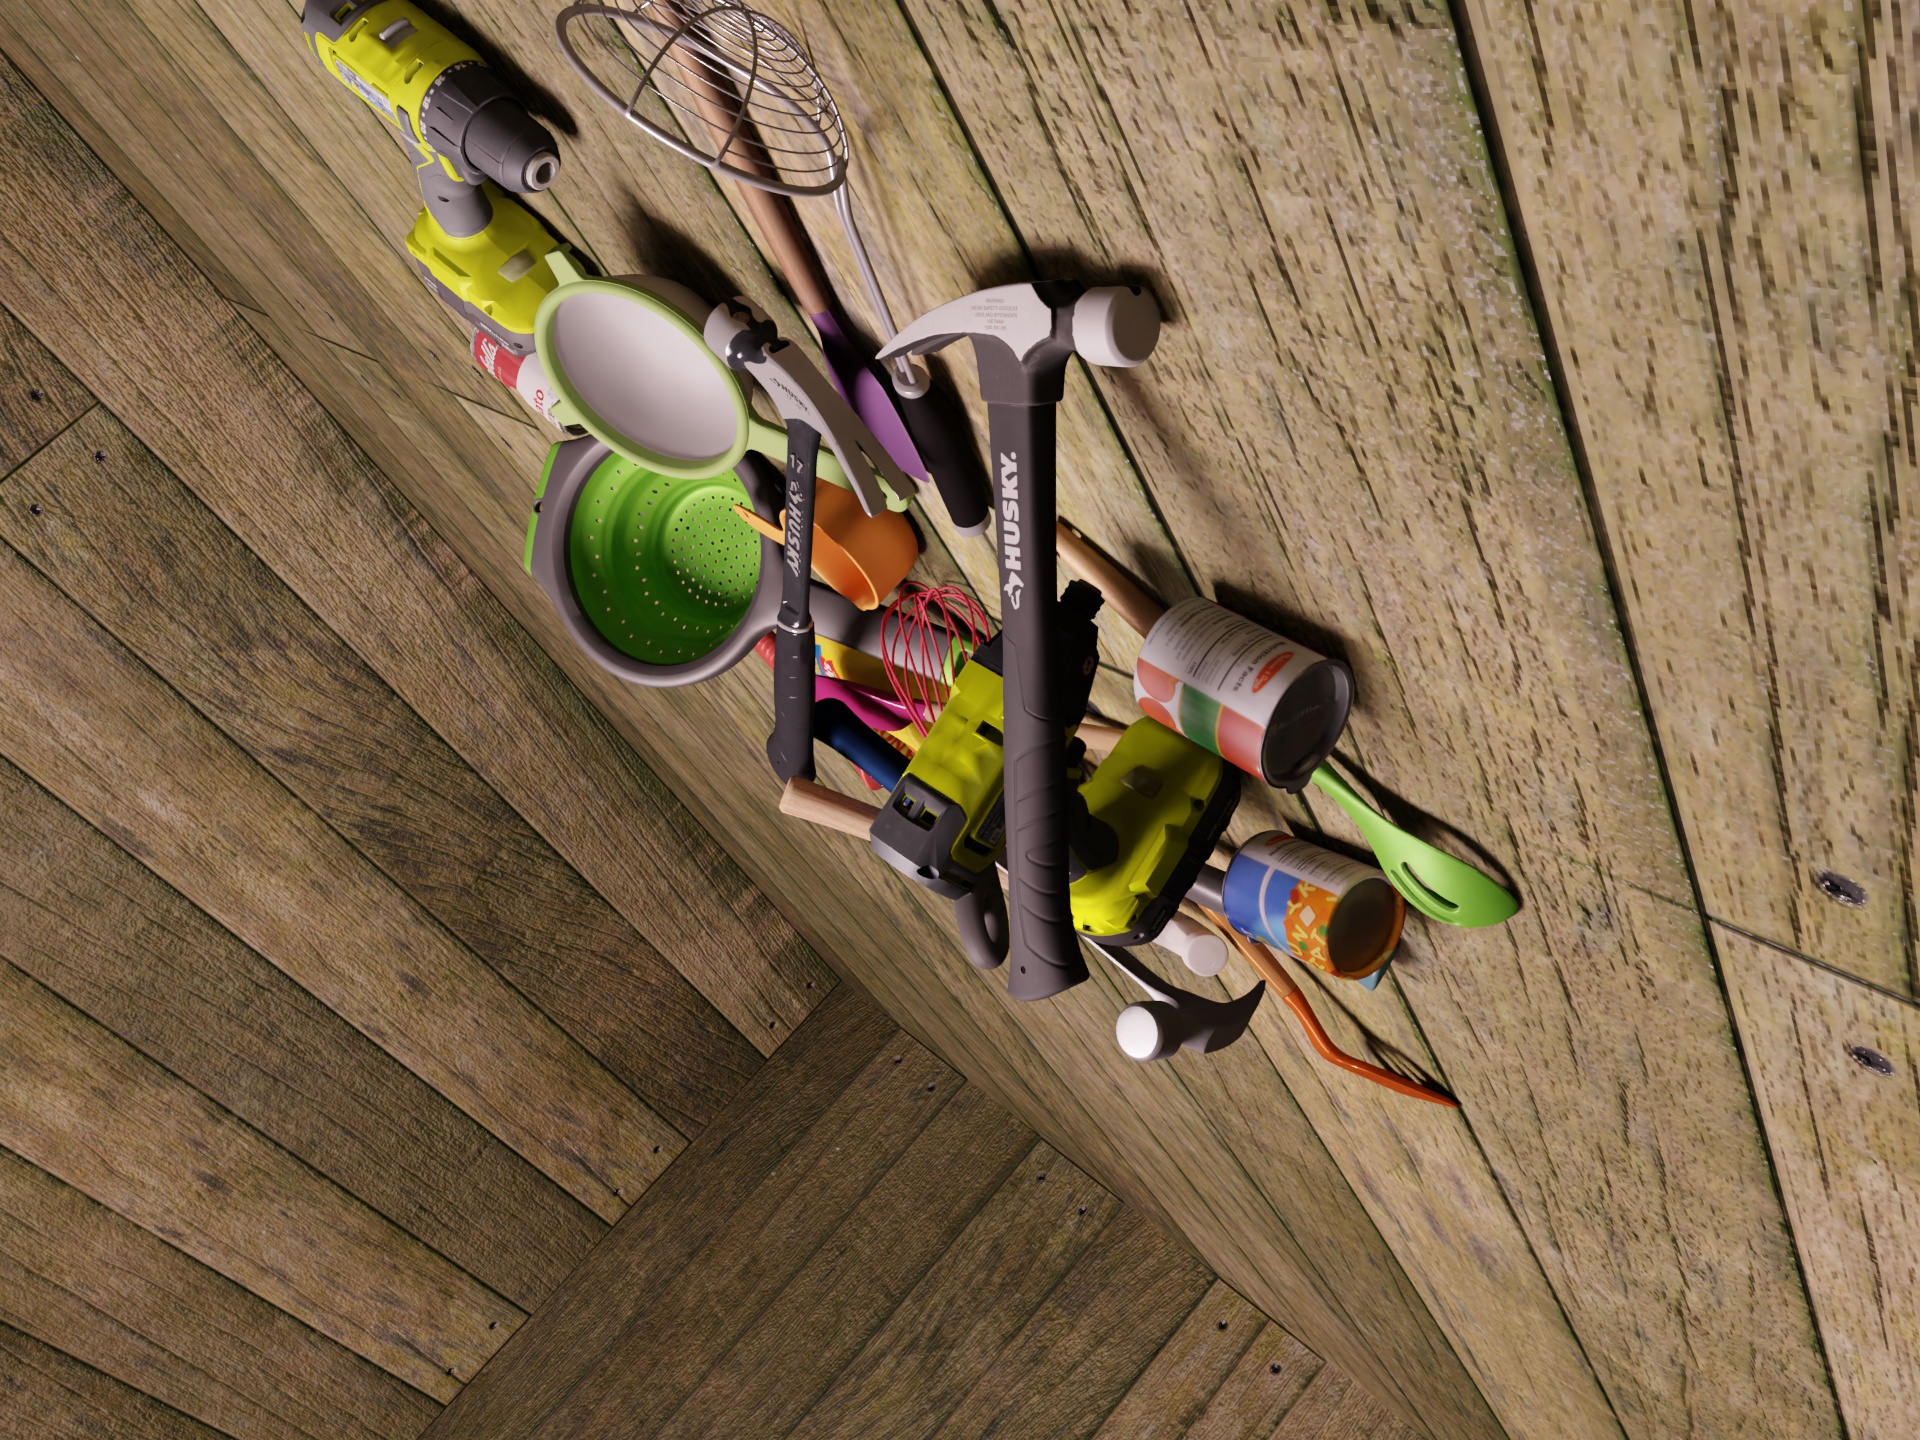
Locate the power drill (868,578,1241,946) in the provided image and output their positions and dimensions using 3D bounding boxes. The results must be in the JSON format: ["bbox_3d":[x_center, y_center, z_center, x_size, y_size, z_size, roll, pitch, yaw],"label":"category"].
[{"bbox_3d":[0.063,0.031,0.867,0.080,0.171,0.223,31,179,37],"label":"power drill"}]

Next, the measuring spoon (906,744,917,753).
[{"bbox_3d":[-0.015,0.030,1.267,0.021,0.011,0.117,50,167,-26],"label":"measuring spoon"}]

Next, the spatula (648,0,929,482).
[{"bbox_3d":[-0.085,-0.236,0.827,0.060,0.018,0.315,34,163,37],"label":"spatula"}]

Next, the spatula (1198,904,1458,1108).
[{"bbox_3d":[0.224,0.168,1.130,0.322,0.041,0.081,49,166,-5],"label":"spatula"}]

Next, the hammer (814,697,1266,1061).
[{"bbox_3d":[0.031,0.093,1.064,0.144,0.035,0.406,6,-156,-47],"label":"hammer"}]

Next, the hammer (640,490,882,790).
[{"bbox_3d":[-0.174,-0.068,1.408,0.359,0.037,0.149,47,167,23],"label":"hammer"}]

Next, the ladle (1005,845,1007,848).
[{"bbox_3d":[0.044,0.067,1.288,0.031,0.069,0.315,-2,151,3],"label":"ladle"}]

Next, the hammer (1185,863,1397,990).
[{"bbox_3d":[0.140,0.099,1.062,0.331,0.033,0.128,23,160,37],"label":"hammer"}]

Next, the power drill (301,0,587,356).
[{"bbox_3d":[-0.309,-0.342,1.019,0.191,0.080,0.228,40,162,16],"label":"power drill"}]

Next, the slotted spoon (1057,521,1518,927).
[{"bbox_3d":[0.159,0.003,0.830,0.314,0.031,0.070,43,167,8],"label":"slotted spoon"}]

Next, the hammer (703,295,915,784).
[{"bbox_3d":[-0.100,-0.071,1.009,0.149,0.036,0.408,46,153,21],"label":"hammer"}]

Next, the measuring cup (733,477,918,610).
[{"bbox_3d":[-0.094,-0.135,1.070,0.174,0.052,0.095,30,160,48],"label":"measuring cup"}]

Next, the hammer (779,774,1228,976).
[{"bbox_3d":[0.028,0.108,1.158,0.331,0.031,0.130,21,-178,-7],"label":"hammer"}]

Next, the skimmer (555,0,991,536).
[{"bbox_3d":[-0.068,-0.191,0.761,0.127,0.090,0.362,62,180,35],"label":"skimmer"}]

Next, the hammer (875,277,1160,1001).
[{"bbox_3d":[0.028,-0.026,0.718,0.146,0.035,0.334,17,117,47],"label":"hammer"}]

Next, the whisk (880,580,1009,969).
[{"bbox_3d":[-0.002,0.023,0.978,0.073,0.073,0.296,61,-165,-50],"label":"whisk"}]

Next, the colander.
[{"bbox_3d":[-0.135,-0.102,1.185,0.397,0.204,0.094,21,-167,20],"label":"colander"}]

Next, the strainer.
[{"bbox_3d":[-0.137,-0.206,0.991,0.256,0.069,0.151,25,147,3],"label":"strainer"}]

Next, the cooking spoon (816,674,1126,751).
[{"bbox_3d":[-0.002,-0.004,1.119,0.319,0.017,0.068,9,153,43],"label":"cooking spoon"}]

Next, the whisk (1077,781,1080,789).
[{"bbox_3d":[0.081,0.096,1.263,0.058,0.059,0.246,0,152,4],"label":"whisk"}]
